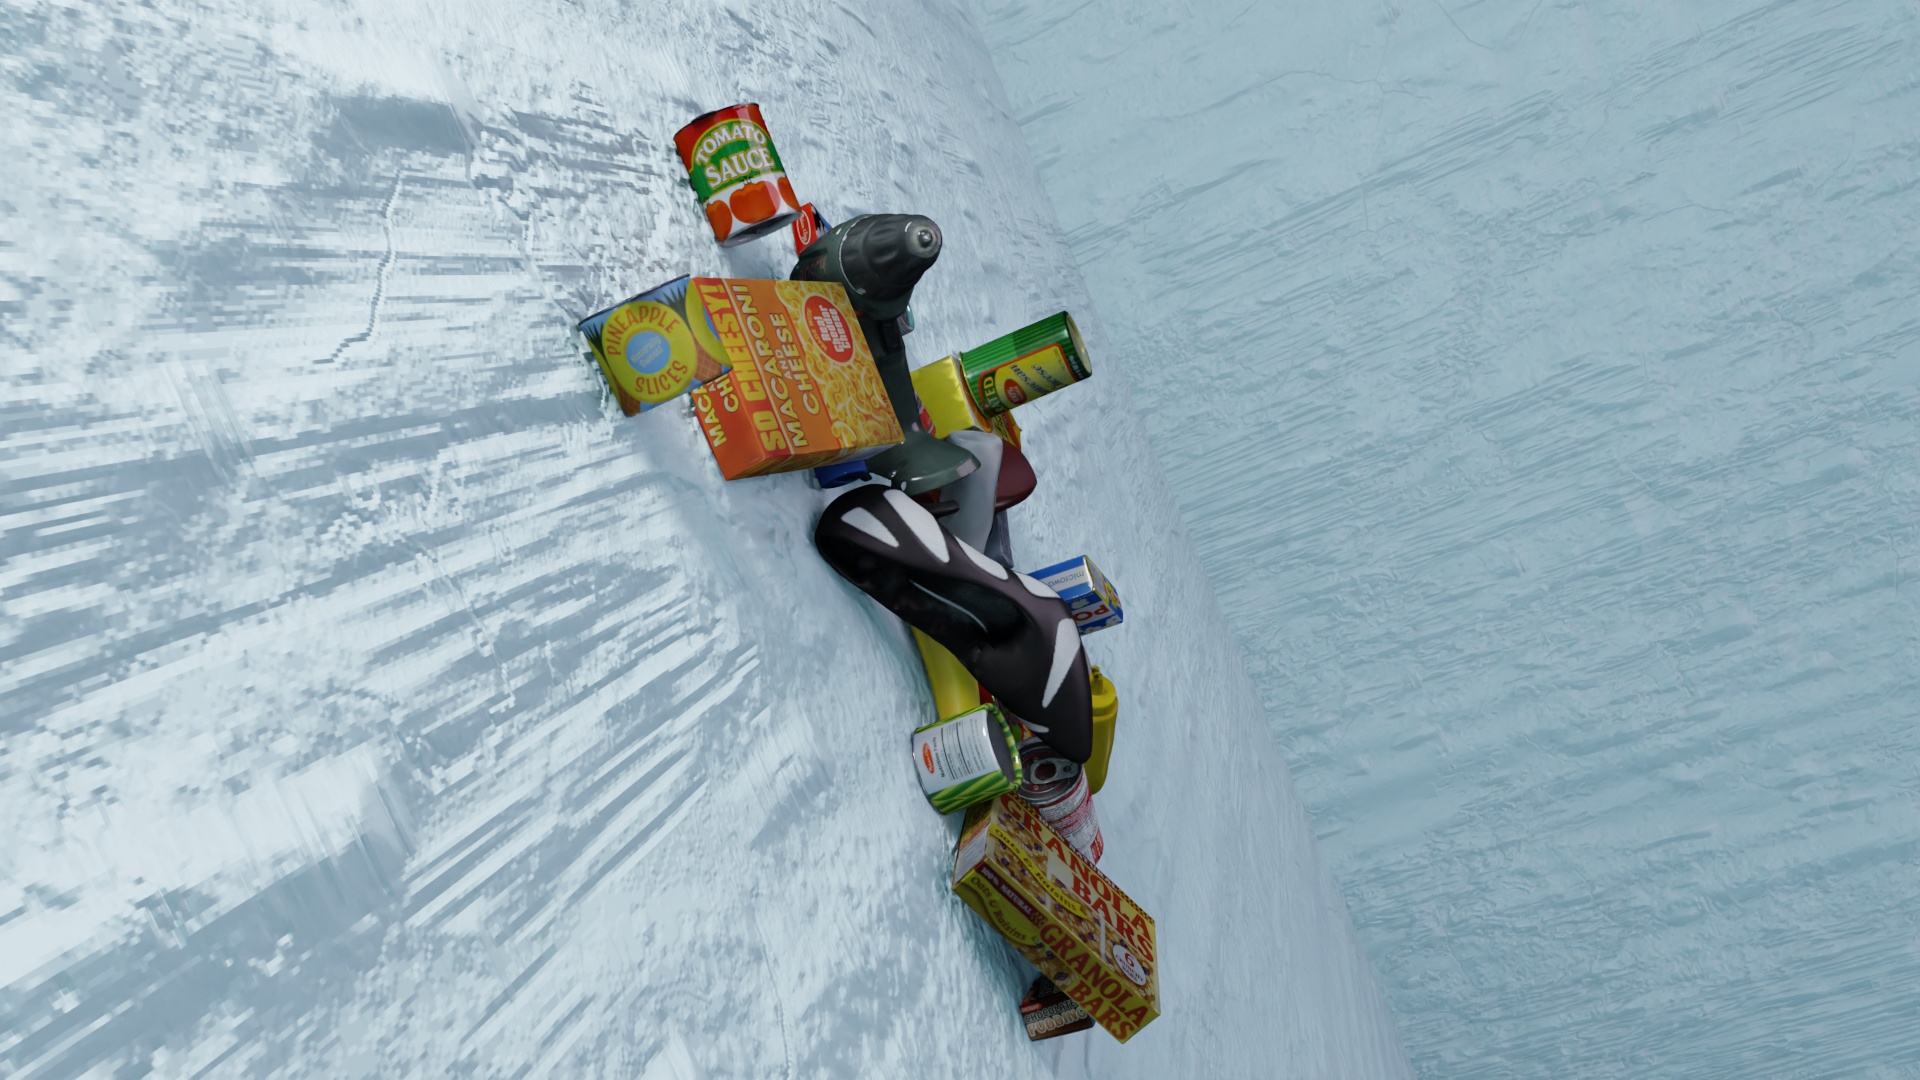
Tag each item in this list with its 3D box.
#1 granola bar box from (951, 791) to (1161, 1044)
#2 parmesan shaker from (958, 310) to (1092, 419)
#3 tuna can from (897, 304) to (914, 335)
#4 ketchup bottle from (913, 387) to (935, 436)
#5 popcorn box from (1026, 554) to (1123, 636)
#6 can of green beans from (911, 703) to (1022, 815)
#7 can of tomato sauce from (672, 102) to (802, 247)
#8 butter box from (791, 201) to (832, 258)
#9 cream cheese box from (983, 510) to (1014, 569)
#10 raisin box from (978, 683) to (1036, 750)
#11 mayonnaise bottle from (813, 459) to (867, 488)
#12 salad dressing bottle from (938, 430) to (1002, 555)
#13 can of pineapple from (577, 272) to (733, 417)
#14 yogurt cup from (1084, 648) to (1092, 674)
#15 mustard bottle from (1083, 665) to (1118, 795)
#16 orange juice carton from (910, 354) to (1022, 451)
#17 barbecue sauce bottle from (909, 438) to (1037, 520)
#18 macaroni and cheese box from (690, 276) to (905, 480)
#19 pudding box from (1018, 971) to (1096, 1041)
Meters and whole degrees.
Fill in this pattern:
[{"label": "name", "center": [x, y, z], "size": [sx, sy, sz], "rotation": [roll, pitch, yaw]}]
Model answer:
[{"label": "granola bar box", "center": [0.069, 0.260, 0.988], "size": [0.165, 0.039, 0.124], "rotation": [43, 15, -7]}, {"label": "parmesan shaker", "center": [0.059, -0.162, 1.261], "size": [0.071, 0.103, 0.072], "rotation": [58, 19, -33]}, {"label": "tuna can", "center": [-0.072, -0.223, 1.310], "size": [0.071, 0.033, 0.071], "rotation": [59, 18, -32]}, {"label": "ketchup bottle", "center": [-0.072, -0.144, 1.179], "size": [0.148, 0.043, 0.065], "rotation": [62, 16, -19]}, {"label": "popcorn box", "center": [0.070, 0.061, 1.221], "size": [0.085, 0.126, 0.038], "rotation": [43, 32, -58]}, {"label": "can of green beans", "center": [0.005, 0.156, 0.994], "size": [0.071, 0.058, 0.071], "rotation": [59, 17, -31]}, {"label": "can of tomato sauce", "center": [-0.159, -0.261, 0.995], "size": [0.071, 0.071, 0.083], "rotation": [-42, 109, -74]}, {"label": "butter box", "center": [-0.112, -0.244, 1.216], "size": [0.103, 0.024, 0.053], "rotation": [44, 29, -56]}, {"label": "cream cheese box", "center": [0.017, -0.005, 1.272], "size": [0.024, 0.053, 0.104], "rotation": [55, 19, -37]}, {"label": "raisin box", "center": [0.032, 0.143, 1.141], "size": [0.123, 0.040, 0.086], "rotation": [48, 24, -54]}, {"label": "mayonnaise bottle", "center": [-0.108, -0.112, 1.009], "size": [0.065, 0.041, 0.148], "rotation": [4, 64, -69]}, {"label": "salad dressing bottle", "center": [0.004, -0.014, 1.139], "size": [0.064, 0.044, 0.147], "rotation": [-133, -133, -66]}, {"label": "can of pineapple", "center": [-0.165, -0.105, 0.755], "size": [0.057, 0.071, 0.071], "rotation": [65, 15, -12]}, {"label": "yogurt cup", "center": [0.096, 0.124, 1.360], "size": [0.072, 0.054, 0.073], "rotation": [58, 18, -31]}, {"label": "mustard bottle", "center": [0.114, 0.166, 1.246], "size": [0.159, 0.049, 0.065], "rotation": [97, -12, -46]}, {"label": "orange juice carton", "center": [0.001, -0.111, 1.331], "size": [0.192, 0.072, 0.073], "rotation": [19, 51, -70]}, {"label": "barbecue sauce bottle", "center": [0.007, -0.047, 1.222], "size": [0.065, 0.043, 0.149], "rotation": [51, 36, 11]}, {"label": "macaroni and cheese box", "center": [-0.115, -0.108, 0.913], "size": [0.167, 0.040, 0.123], "rotation": [-16, 82, -60]}, {"label": "pudding box", "center": [0.077, 0.332, 1.011], "size": [0.084, 0.049, 0.030], "rotation": [-6, 77, -74]}]
